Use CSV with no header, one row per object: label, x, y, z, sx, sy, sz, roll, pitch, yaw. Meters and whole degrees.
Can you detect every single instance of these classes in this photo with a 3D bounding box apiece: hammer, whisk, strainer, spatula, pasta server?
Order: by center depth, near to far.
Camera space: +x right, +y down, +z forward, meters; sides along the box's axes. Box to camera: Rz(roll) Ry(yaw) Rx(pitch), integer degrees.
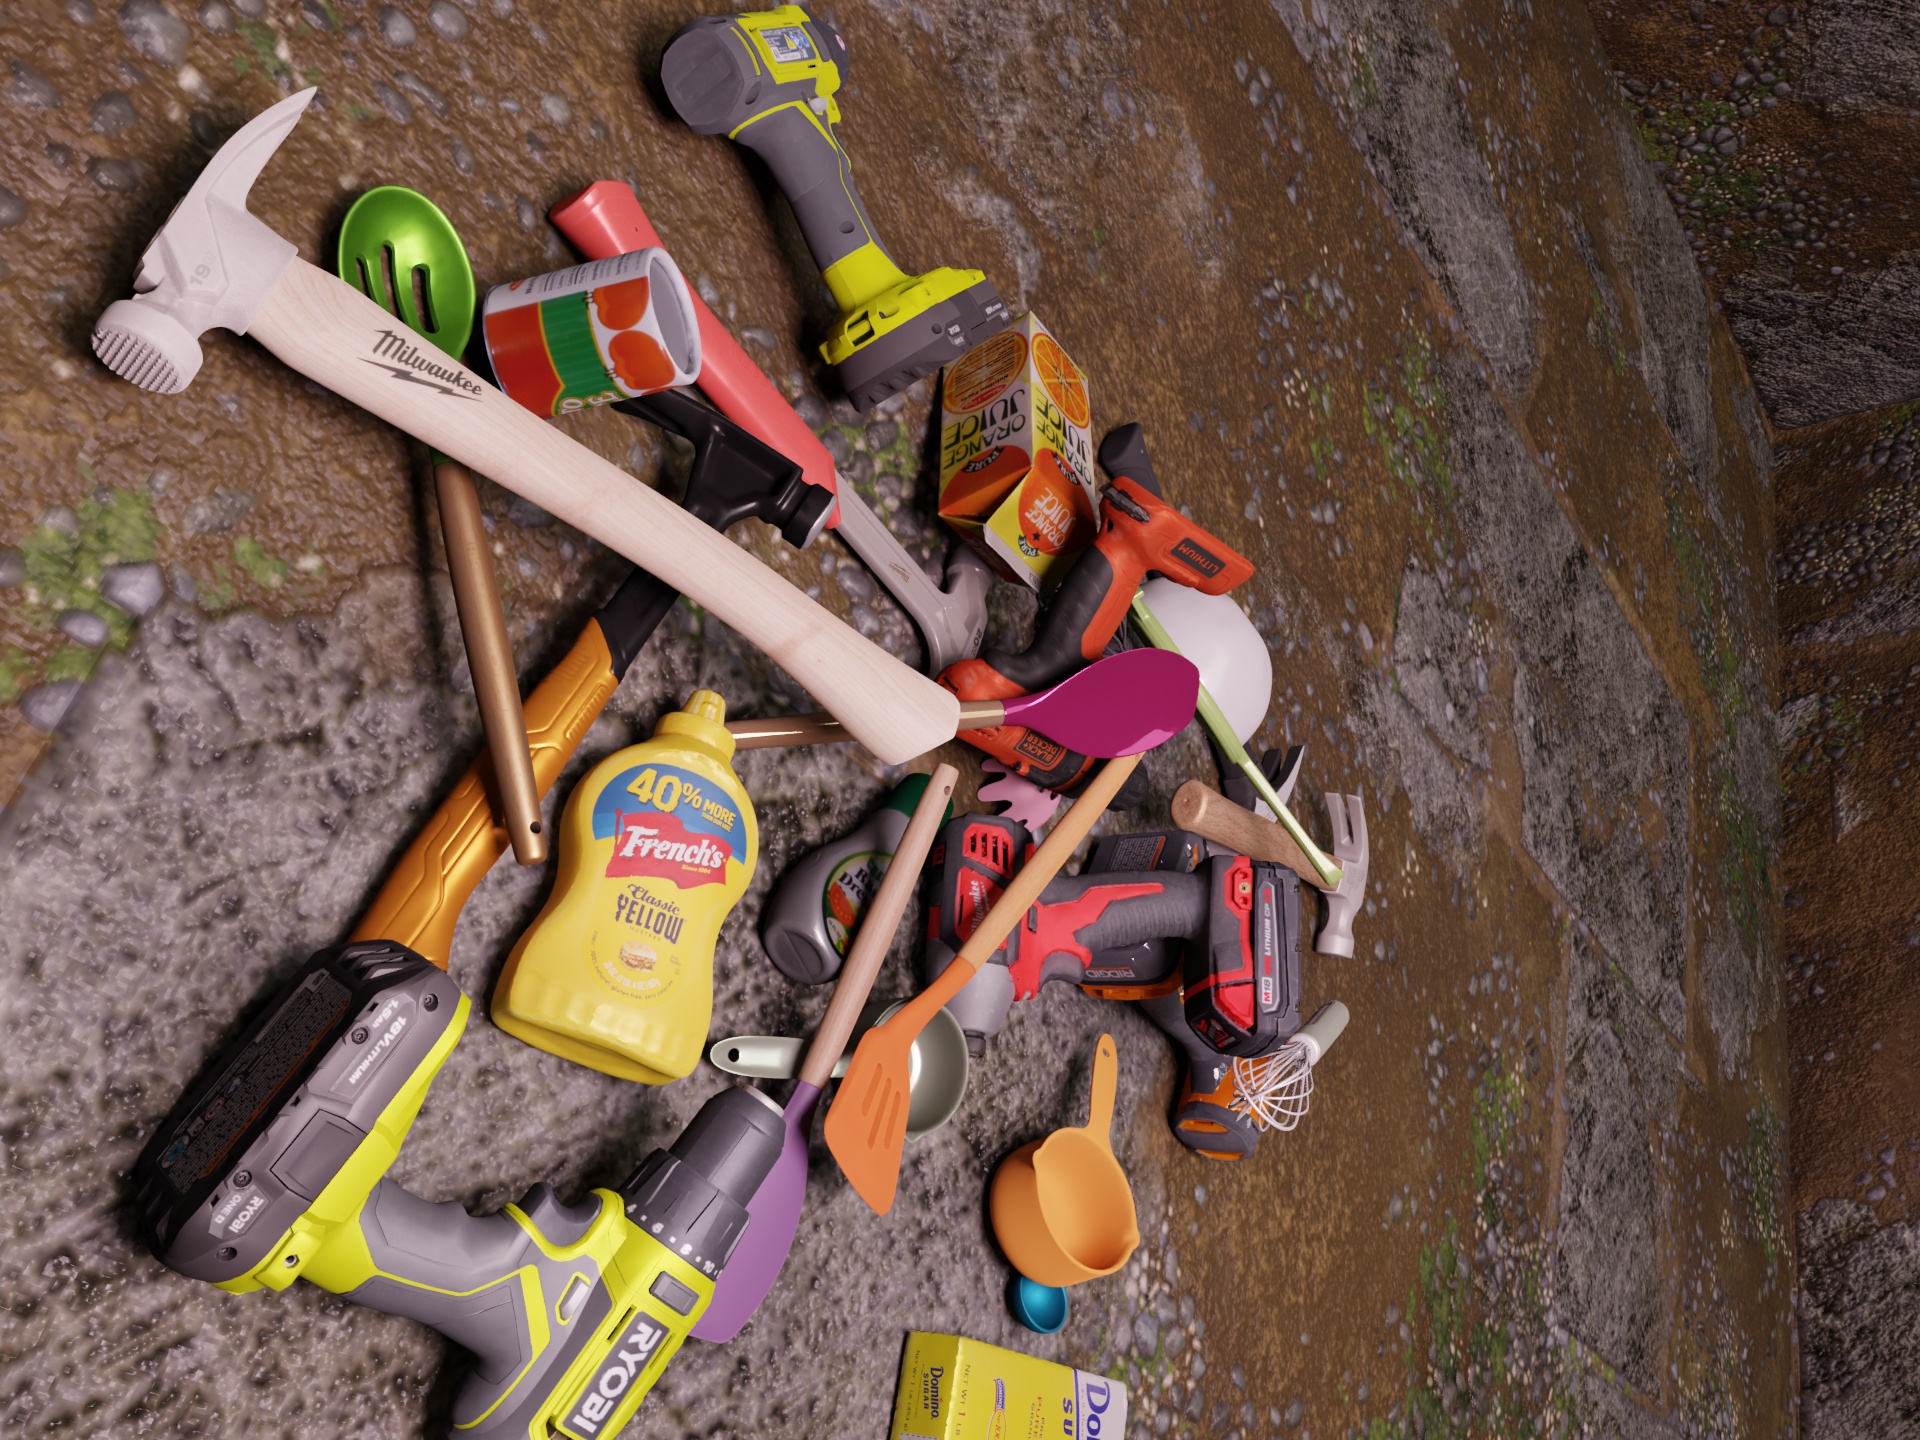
hammer,-0.157,-0.105,0.723,0.410,0.038,0.146,34,58,-28
hammer,-0.185,-0.021,0.743,0.127,0.034,0.337,32,59,-7
spatula,-0.066,0.166,0.827,0.059,0.018,0.316,38,69,-43
spatula,0.023,0.122,0.886,0.323,0.041,0.080,-49,133,-28
hammer,-0.100,-0.148,0.900,0.358,0.037,0.149,48,48,-34
whisk,0.104,-0.047,1.086,0.238,0.055,0.055,37,52,-63
pasta server,0.060,-0.067,1.090,0.060,0.040,0.316,36,51,-41
strainer,0.205,-0.006,1.107,0.256,0.069,0.151,54,5,4
whisk,0.235,0.232,1.108,0.059,0.058,0.246,52,22,13
hammer,0.246,0.096,1.224,0.331,0.031,0.130,26,74,-53
hammer,0.182,-0.069,1.232,0.146,0.035,0.334,-37,110,-48

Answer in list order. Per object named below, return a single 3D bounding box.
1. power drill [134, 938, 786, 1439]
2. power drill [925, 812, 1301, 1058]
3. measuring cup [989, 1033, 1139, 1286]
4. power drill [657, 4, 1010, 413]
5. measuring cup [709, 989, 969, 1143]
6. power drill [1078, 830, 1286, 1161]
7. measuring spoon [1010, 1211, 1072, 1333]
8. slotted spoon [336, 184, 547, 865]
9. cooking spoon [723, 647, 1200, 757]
power drill,-0.186,0.192,0.647,0.228,0.080,0.190,49,66,-32
power drill,0.087,0.139,0.955,0.219,0.078,0.143,8,68,-8
measuring cup,0.067,0.271,0.996,0.095,0.052,0.174,43,35,-20
power drill,-0.066,-0.307,0.935,0.223,0.080,0.171,60,31,-12
measuring cup,-0.070,0.185,0.863,0.167,0.038,0.083,13,74,-37
power drill,0.166,0.180,1.119,0.226,0.084,0.164,57,43,-32
measuring spoon,0.061,0.335,1.003,0.042,0.021,0.129,54,33,-7
slotted spoon,-0.223,-0.088,0.705,0.070,0.031,0.314,-3,75,-51
cooking spoon,-0.001,-0.003,0.892,0.318,0.017,0.068,-5,114,-25
